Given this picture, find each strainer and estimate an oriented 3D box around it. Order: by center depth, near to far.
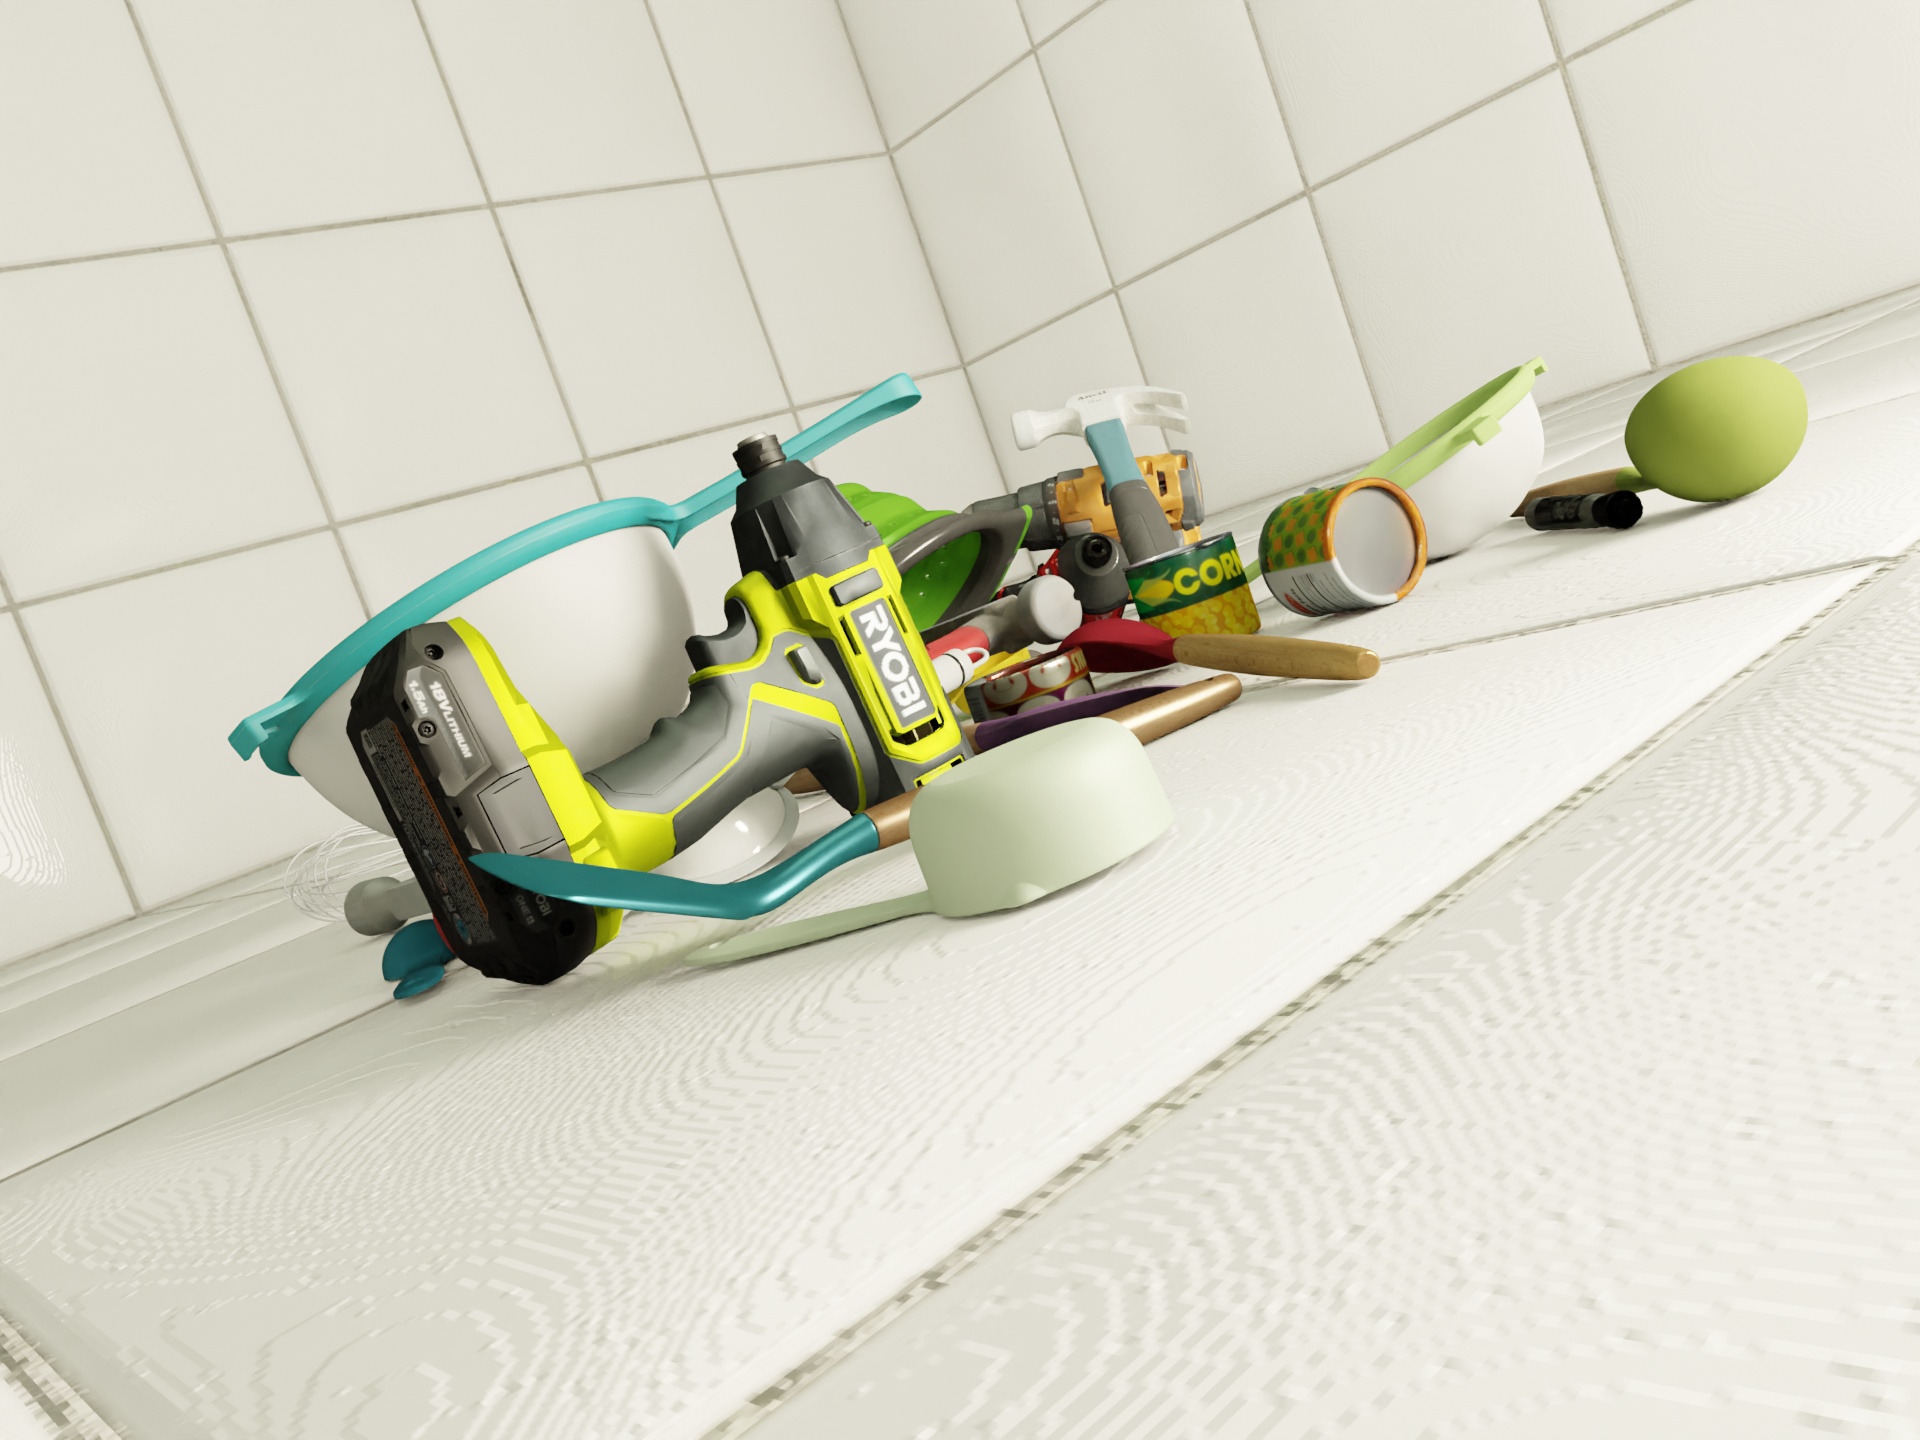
[{"bbox_3d":[-0.144,-0.039,0.732,0.340,0.095,0.211,-33,-2,-8],"label":"strainer"},{"bbox_3d":[-0.072,0.013,0.741,0.087,0.050,0.258,19,36,36],"label":"strainer"},{"bbox_3d":[0.252,-0.112,0.964,0.256,0.069,0.151,-37,3,38],"label":"strainer"}]

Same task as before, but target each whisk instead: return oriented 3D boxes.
[{"bbox_3d":[-0.331,0.078,1.125,0.284,0.070,0.070,-18,4,-32],"label":"whisk"}]

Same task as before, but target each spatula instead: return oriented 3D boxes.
[{"bbox_3d":[-0.014,0.022,0.584,0.317,0.044,0.082,-20,15,-31],"label":"spatula"},{"bbox_3d":[-0.002,0.012,0.789,0.059,0.018,0.316,1,-10,-40],"label":"spatula"}]

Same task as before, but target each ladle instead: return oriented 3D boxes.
[{"bbox_3d":[0.115,-0.032,0.752,0.069,0.031,0.315,4,3,-14],"label":"ladle"},{"bbox_3d":[0.351,-0.139,0.858,0.078,0.062,0.320,4,3,1],"label":"ladle"}]

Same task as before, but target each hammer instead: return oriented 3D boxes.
[{"bbox_3d":[-0.105,0.019,0.830,0.386,0.038,0.143,-30,8,-39],"label":"hammer"},{"bbox_3d":[-0.200,0.046,1.058,0.144,0.035,0.405,-16,7,38],"label":"hammer"},{"bbox_3d":[0.116,-0.149,1.088,0.128,0.033,0.331,-14,35,3],"label":"hammer"}]

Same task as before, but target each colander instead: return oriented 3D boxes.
[{"bbox_3d":[-0.126,-0.039,0.962,0.397,0.094,0.204,-38,-14,-31],"label":"colander"}]

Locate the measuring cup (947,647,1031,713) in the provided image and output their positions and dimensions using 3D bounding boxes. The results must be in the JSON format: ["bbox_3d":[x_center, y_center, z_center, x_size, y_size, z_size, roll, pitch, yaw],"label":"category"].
[{"bbox_3d":[-0.002,-0.003,0.959,0.062,0.029,0.156,-16,18,35],"label":"measuring cup"}]

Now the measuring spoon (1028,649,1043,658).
[{"bbox_3d":[0.082,-0.054,1.131,0.124,0.018,0.034,-19,5,33],"label":"measuring spoon"}]

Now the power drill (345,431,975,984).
[{"bbox_3d":[-0.114,-0.010,0.631,0.223,0.171,0.080,-28,5,-35],"label":"power drill"}]

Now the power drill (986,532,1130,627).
[{"bbox_3d":[0.019,-0.080,1.164,0.219,0.079,0.143,-16,-13,-4],"label":"power drill"}]

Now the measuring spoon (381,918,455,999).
[{"bbox_3d":[-0.242,0.104,0.708,0.042,0.021,0.128,-21,5,-15],"label":"measuring spoon"}]

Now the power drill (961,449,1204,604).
[{"bbox_3d":[0.105,-0.148,1.276,0.185,0.084,0.226,-10,-10,10],"label":"power drill"}]

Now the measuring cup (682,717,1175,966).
[{"bbox_3d":[-0.019,0.039,0.484,0.167,0.038,0.083,-18,6,19],"label":"measuring cup"}]
